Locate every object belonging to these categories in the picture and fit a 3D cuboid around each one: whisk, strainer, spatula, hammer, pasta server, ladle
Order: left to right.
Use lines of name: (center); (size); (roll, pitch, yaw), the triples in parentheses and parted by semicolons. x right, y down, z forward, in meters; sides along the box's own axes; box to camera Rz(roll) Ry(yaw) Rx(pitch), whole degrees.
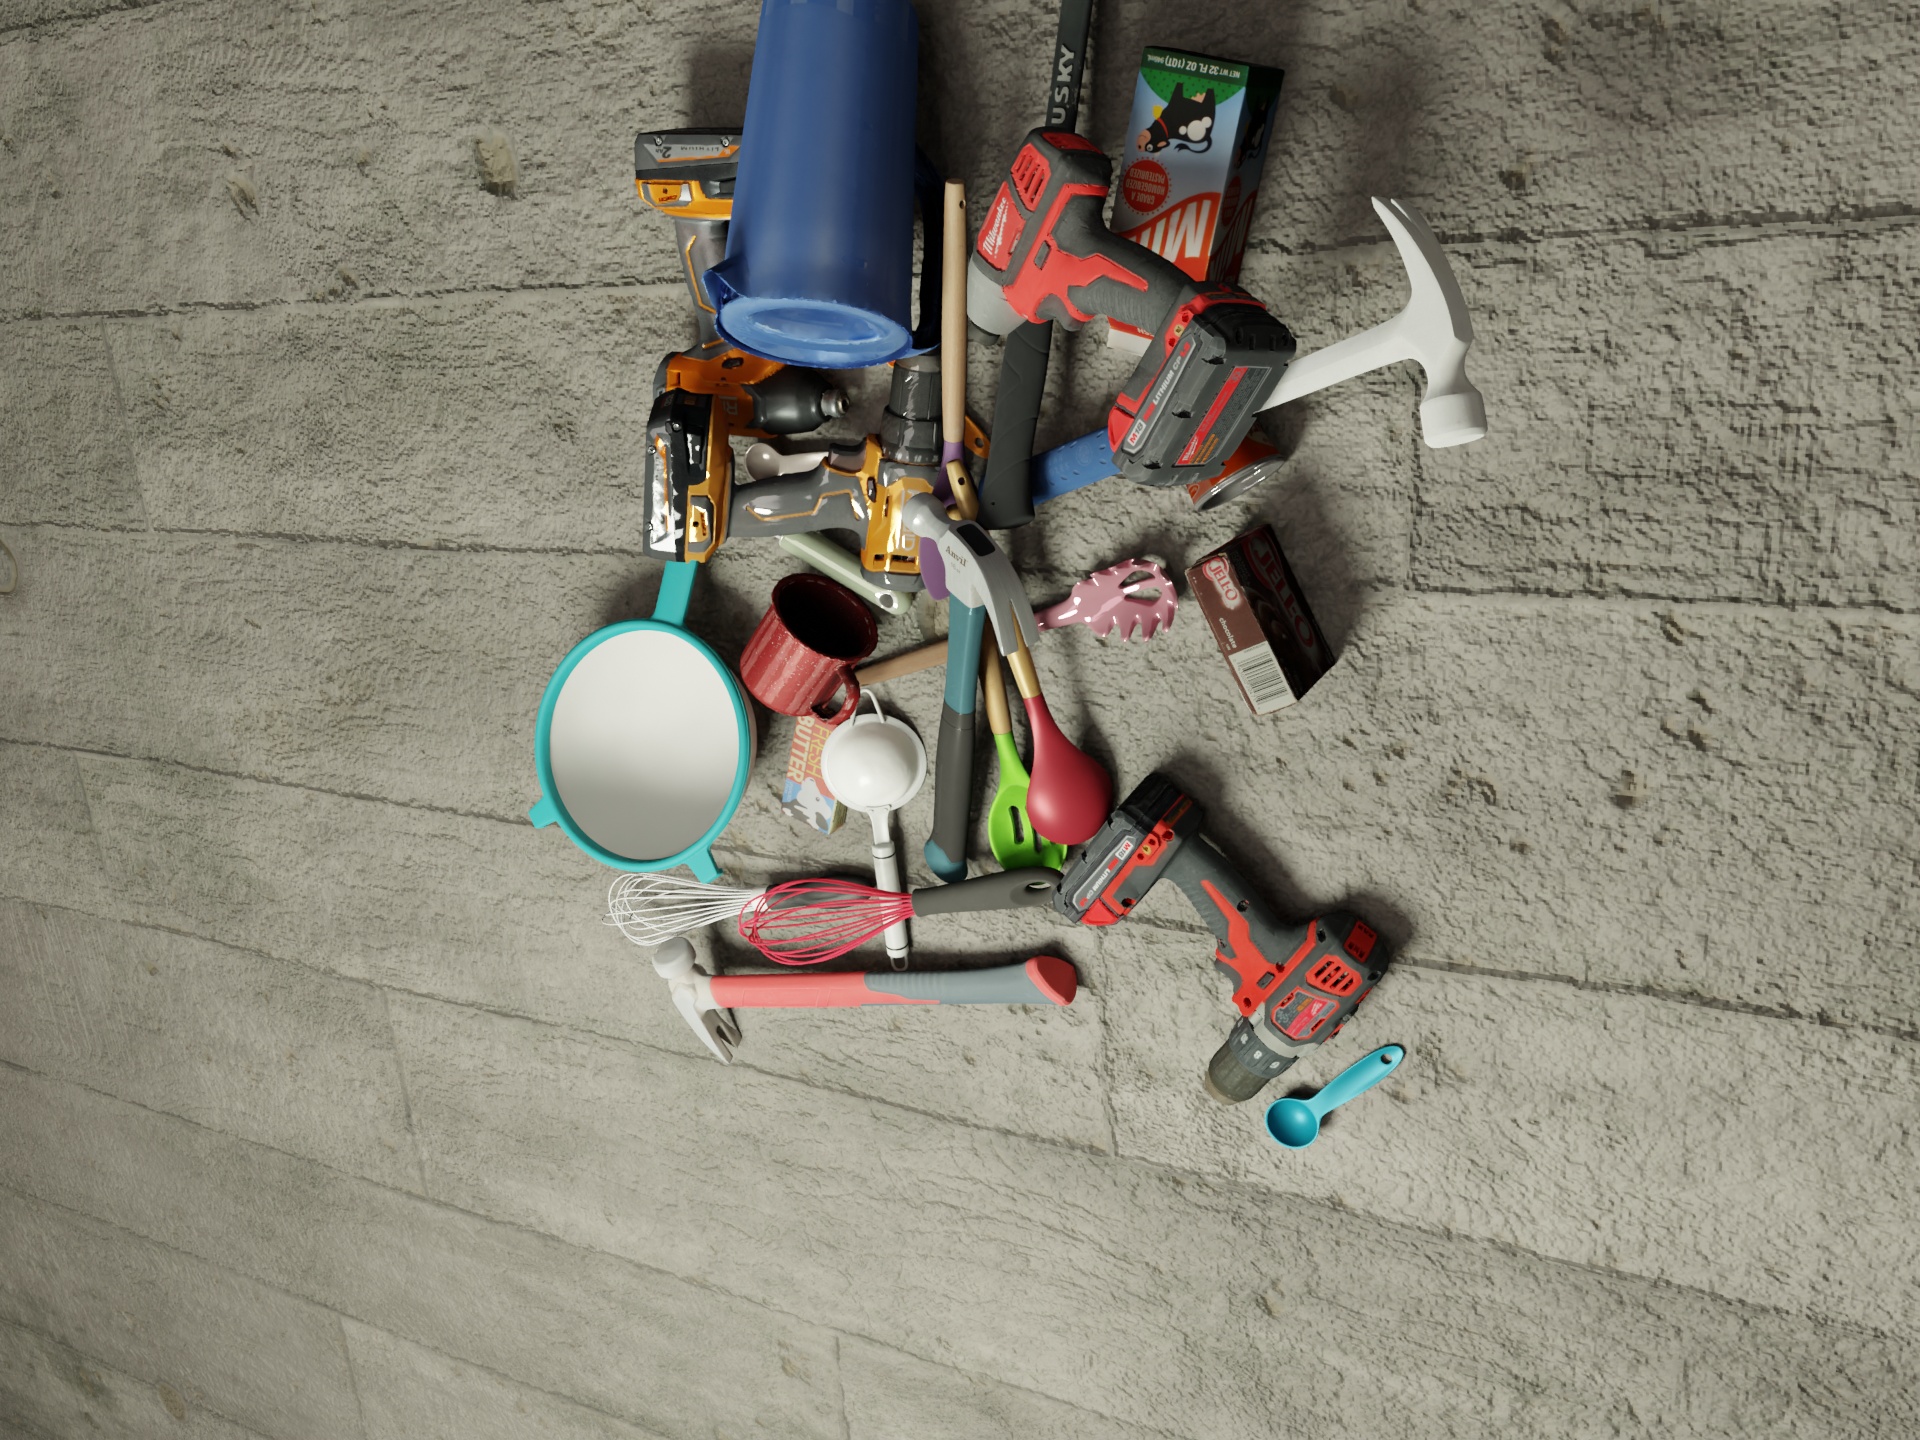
strainer: (-0.237, -0.042, 1.355); (0.211, 0.095, 0.340); (15, 94, 23)
whisk: (-0.202, 0.161, 1.418); (0.284, 0.070, 0.070); (-8, 104, 27)
whisk: (-0.144, -0.153, 1.266); (0.246, 0.059, 0.057); (31, 127, 7)
hammer: (-0.078, 0.242, 1.375); (0.386, 0.038, 0.143); (-6, 129, 26)
strainer: (-0.064, 0.100, 1.320); (0.087, 0.050, 0.258); (-6, 114, 2)
whisk: (-0.051, 0.151, 1.289); (0.296, 0.073, 0.073); (-11, 102, 23)
spatula: (-0.006, -0.222, 1.122); (0.018, 0.060, 0.315); (34, 137, 37)
hammer: (-0.002, -0.004, 1.202); (0.128, 0.033, 0.330); (42, 143, 35)
pasta server: (0.030, -0.063, 1.211); (0.316, 0.040, 0.060); (-16, 110, 34)
ladle: (0.046, -0.043, 1.173); (0.069, 0.031, 0.315); (-22, 108, -6)
hammer: (0.052, -0.326, 1.063); (0.149, 0.036, 0.408); (20, 110, 34)
hammer: (0.148, -0.198, 1.019); (0.405, 0.035, 0.144); (-12, 86, 52)

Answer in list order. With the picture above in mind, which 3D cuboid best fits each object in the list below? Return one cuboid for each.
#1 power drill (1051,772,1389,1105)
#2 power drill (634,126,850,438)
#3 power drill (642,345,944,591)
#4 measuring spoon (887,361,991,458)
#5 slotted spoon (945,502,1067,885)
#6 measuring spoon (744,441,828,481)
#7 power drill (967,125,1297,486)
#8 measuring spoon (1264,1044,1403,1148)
power drill: (0.181, 0.171, 1.190); (0.227, 0.080, 0.187); (39, 123, 9)
power drill: (-0.161, -0.326, 1.202); (0.164, 0.084, 0.226); (11, 117, 25)
power drill: (-0.115, -0.194, 1.173); (0.226, 0.084, 0.185); (4, 118, -7)
measuring spoon: (-0.015, -0.240, 1.190); (0.117, 0.011, 0.021); (46, 137, 3)
slotted spoon: (0.029, -0.016, 1.210); (0.070, 0.031, 0.313); (0, 117, 29)
measuring spoon: (-0.114, -0.205, 1.259); (0.124, 0.018, 0.034); (4, 112, 22)
power drill: (0.087, -0.247, 0.976); (0.220, 0.078, 0.143); (51, 129, 27)
measuring spoon: (0.286, 0.280, 1.207); (0.128, 0.021, 0.042); (-43, 84, 25)
